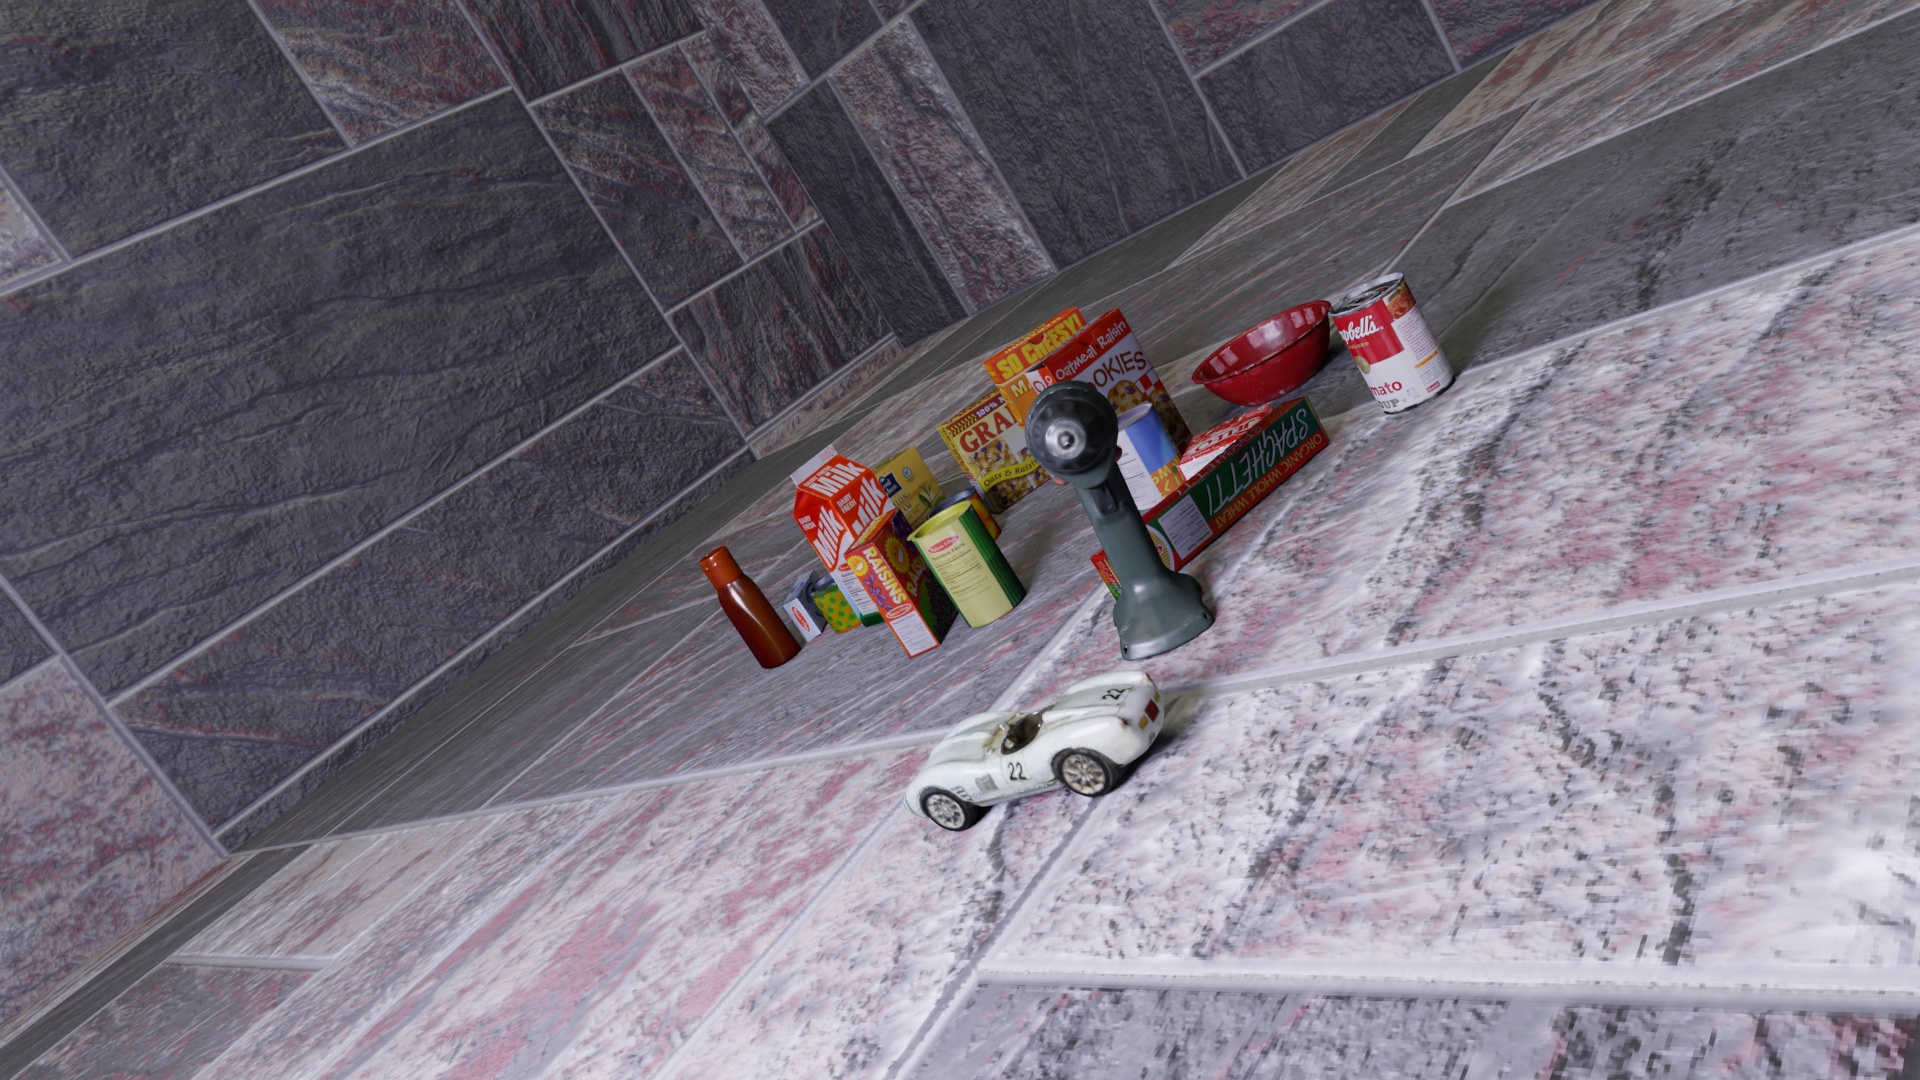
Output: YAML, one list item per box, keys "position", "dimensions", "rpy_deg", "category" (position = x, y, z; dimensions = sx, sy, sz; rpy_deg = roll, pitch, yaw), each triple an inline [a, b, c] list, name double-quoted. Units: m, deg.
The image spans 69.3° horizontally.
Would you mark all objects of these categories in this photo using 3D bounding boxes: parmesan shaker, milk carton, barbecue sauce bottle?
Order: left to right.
- position: [-0.244, 0.077, 1.592]
  dimensions: [0.044, 0.148, 0.064]
  rpy_deg: [-41, 15, -35]
  category: "barbecue sauce bottle"
- position: [-0.111, -0.008, 1.500]
  dimensions: [0.073, 0.190, 0.073]
  rpy_deg: [-18, 19, 47]
  category: "milk carton"
- position: [0.006, 0.024, 1.309]
  dimensions: [0.071, 0.103, 0.071]
  rpy_deg: [-30, 13, 8]
  category: "parmesan shaker"

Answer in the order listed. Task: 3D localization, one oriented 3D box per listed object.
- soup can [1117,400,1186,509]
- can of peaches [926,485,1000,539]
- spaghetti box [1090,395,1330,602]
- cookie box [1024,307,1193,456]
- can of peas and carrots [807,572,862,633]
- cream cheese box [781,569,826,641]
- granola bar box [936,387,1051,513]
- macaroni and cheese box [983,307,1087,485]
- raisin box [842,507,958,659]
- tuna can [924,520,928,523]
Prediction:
- position: [0.179, -0.083, 1.347]
  dimensions: [0.071, 0.083, 0.071]
  rpy_deg: [-30, 13, 8]
  category: "soup can"
- position: [0.006, -0.020, 1.572]
  dimensions: [0.071, 0.058, 0.071]
  rpy_deg: [-30, 13, 8]
  category: "can of peaches"
- position: [0.214, -0.035, 1.167]
  dimensions: [0.251, 0.050, 0.028]
  rpy_deg: [-37, 14, -22]
  category: "spaghetti box"
- position: [0.154, -0.133, 1.404]
  dimensions: [0.123, 0.167, 0.040]
  rpy_deg: [-40, 15, -32]
  category: "cookie box"
- position: [-0.131, 0.065, 1.574]
  dimensions: [0.071, 0.058, 0.071]
  rpy_deg: [-30, 13, 8]
  category: "can of peas and carrots"
- position: [-0.180, 0.077, 1.654]
  dimensions: [0.024, 0.053, 0.104]
  rpy_deg: [-29, 13, 14]
  category: "cream cheese box"
- position: [0.074, -0.128, 1.667]
  dimensions: [0.166, 0.124, 0.039]
  rpy_deg: [-35, 13, -11]
  category: "granola bar box"
- position: [0.122, -0.166, 1.603]
  dimensions: [0.124, 0.166, 0.040]
  rpy_deg: [-34, 13, -7]
  category: "macaroni and cheese box"
- position: [-0.055, 0.040, 1.345]
  dimensions: [0.040, 0.123, 0.086]
  rpy_deg: [-26, 14, 25]
  category: "raisin box"
- position: [-0.010, -0.021, 1.668]
  dimensions: [0.071, 0.032, 0.071]
  rpy_deg: [-30, 13, 8]
  category: "tuna can"
